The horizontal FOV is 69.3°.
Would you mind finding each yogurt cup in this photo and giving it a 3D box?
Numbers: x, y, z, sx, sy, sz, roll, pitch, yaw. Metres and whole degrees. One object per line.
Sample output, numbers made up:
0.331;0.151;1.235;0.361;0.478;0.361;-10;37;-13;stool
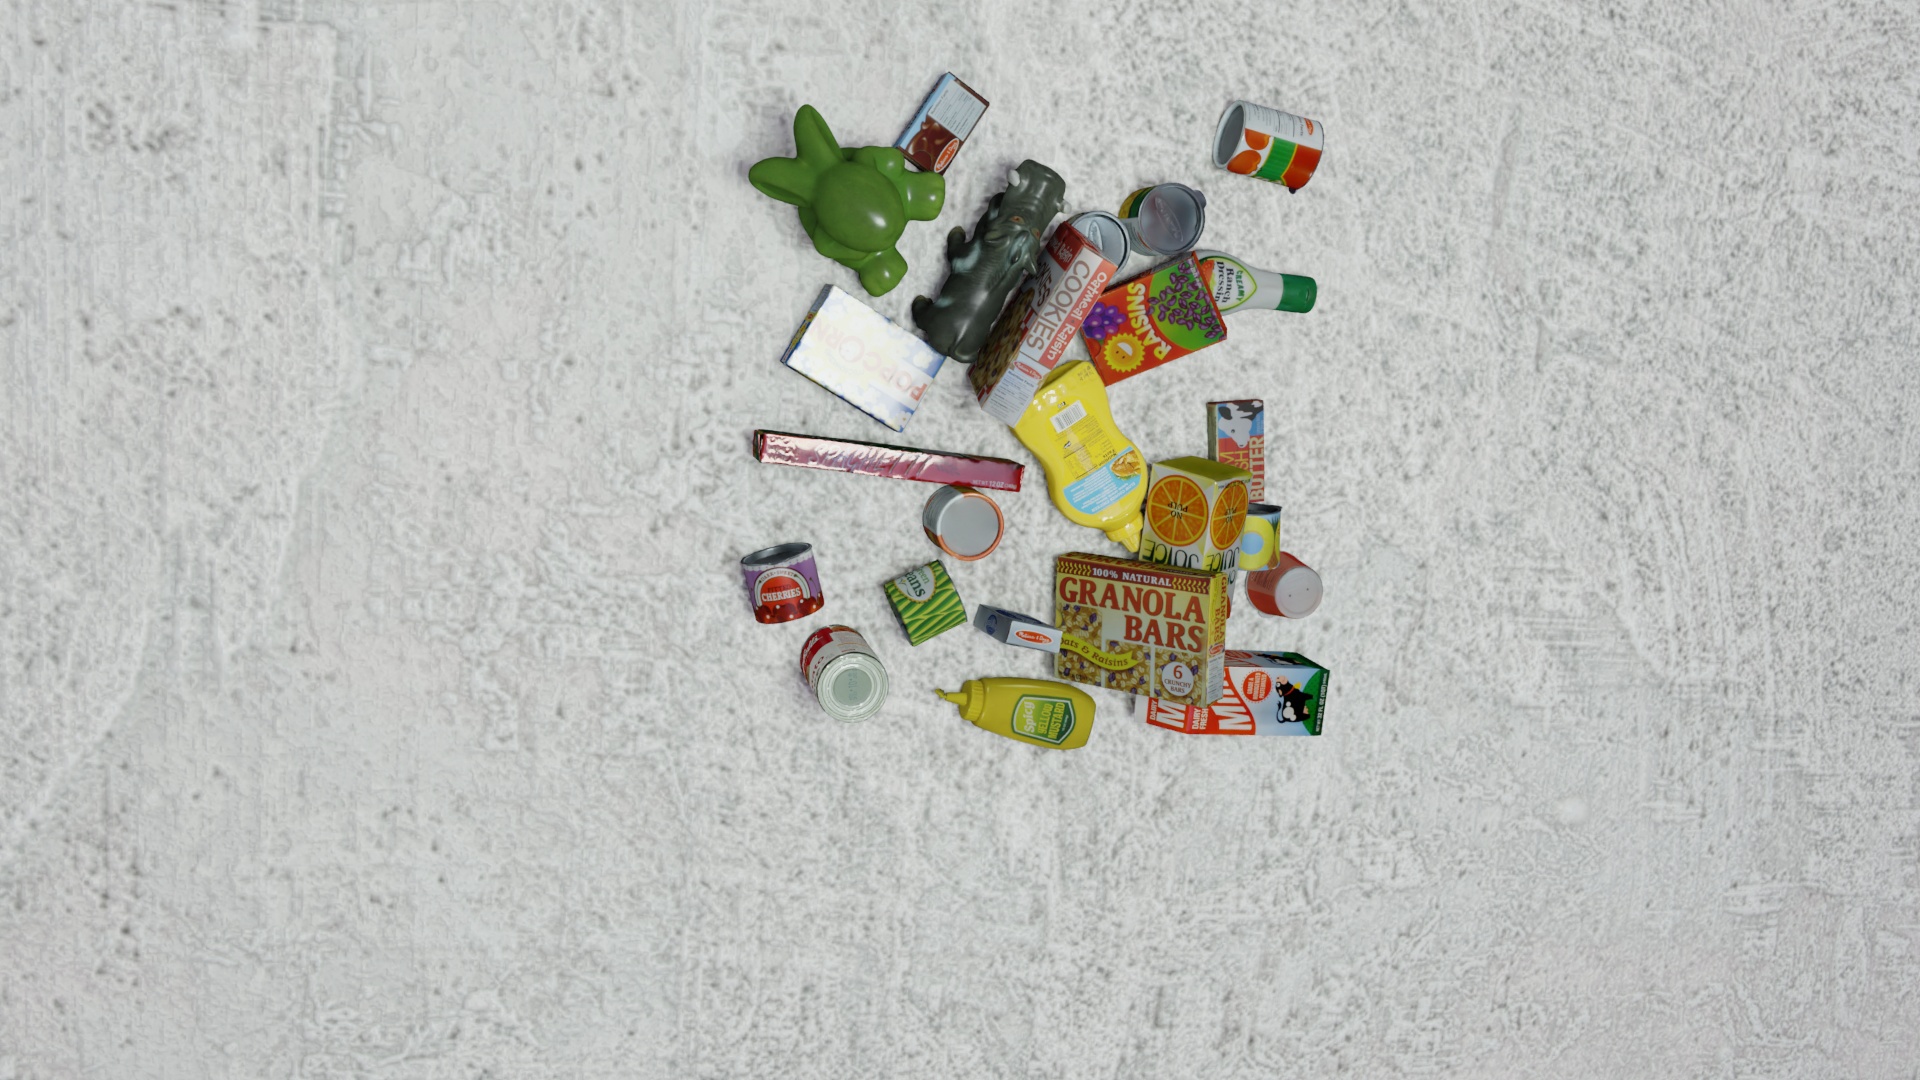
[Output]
0.331;0.048;1.408;0.072;0.054;0.072;-2;100;-15;yogurt cup

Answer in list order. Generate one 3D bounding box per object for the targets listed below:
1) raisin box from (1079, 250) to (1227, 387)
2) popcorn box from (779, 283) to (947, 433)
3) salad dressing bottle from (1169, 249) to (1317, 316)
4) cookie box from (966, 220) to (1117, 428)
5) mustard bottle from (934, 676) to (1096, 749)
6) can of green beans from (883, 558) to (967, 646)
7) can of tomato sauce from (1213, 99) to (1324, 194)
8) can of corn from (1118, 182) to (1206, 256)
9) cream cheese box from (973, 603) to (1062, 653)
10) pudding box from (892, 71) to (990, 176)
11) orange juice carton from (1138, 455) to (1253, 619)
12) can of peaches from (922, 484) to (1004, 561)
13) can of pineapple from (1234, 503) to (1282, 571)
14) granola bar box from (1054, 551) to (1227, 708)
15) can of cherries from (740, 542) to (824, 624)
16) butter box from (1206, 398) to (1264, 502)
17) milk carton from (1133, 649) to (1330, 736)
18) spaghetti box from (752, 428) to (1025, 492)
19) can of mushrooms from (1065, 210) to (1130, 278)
0.178;-0.207;1.305;0.123;0.040;0.086;-20;107;19;raisin box
-0.088;-0.166;1.268;0.126;0.038;0.085;31;91;-17;popcorn box
0.272;-0.246;1.347;0.148;0.044;0.064;3;100;-15;salad dressing bottle
0.069;-0.196;1.241;0.040;0.123;0.167;29;106;-16;cookie box
0.051;0.164;1.356;0.160;0.049;0.065;11;95;-16;mustard bottle
-0.033;0.059;1.307;0.058;0.071;0.071;-25;105;-9;can of green beans
0.291;-0.374;1.319;0.083;0.071;0.071;10;97;-16;can of tomato sauce
0.190;-0.303;1.308;0.071;0.058;0.071;-3;100;-14;can of corn
0.053;0.084;1.315;0.053;0.104;0.024;14;92;-18;cream cheese box
-0.018;-0.374;1.255;0.049;0.030;0.083;33;90;-19;pudding box
0.221;0.021;1.346;0.072;0.073;0.192;-12;114;-48;orange juice carton
0.005;-0.016;1.308;0.071;0.058;0.071;-2;100;-14;can of peaches
0.286;-0.004;1.380;0.071;0.071;0.057;-4;102;-14;can of pineapple
0.168;0.082;1.320;0.039;0.165;0.124;-13;107;-54;granola bar box
-0.162;0.039;1.267;0.071;0.071;0.058;-14;104;-12;can of cherries
0.275;-0.088;1.385;0.053;0.024;0.103;-6;101;-13;butter box
0.266;0.152;1.399;0.191;0.073;0.072;2;99;-15;milk carton
-0.067;-0.074;1.284;0.250;0.050;0.028;6;97;-15;spaghetti box
0.122;-0.276;1.307;0.071;0.033;0.071;-3;101;-15;can of mushrooms
